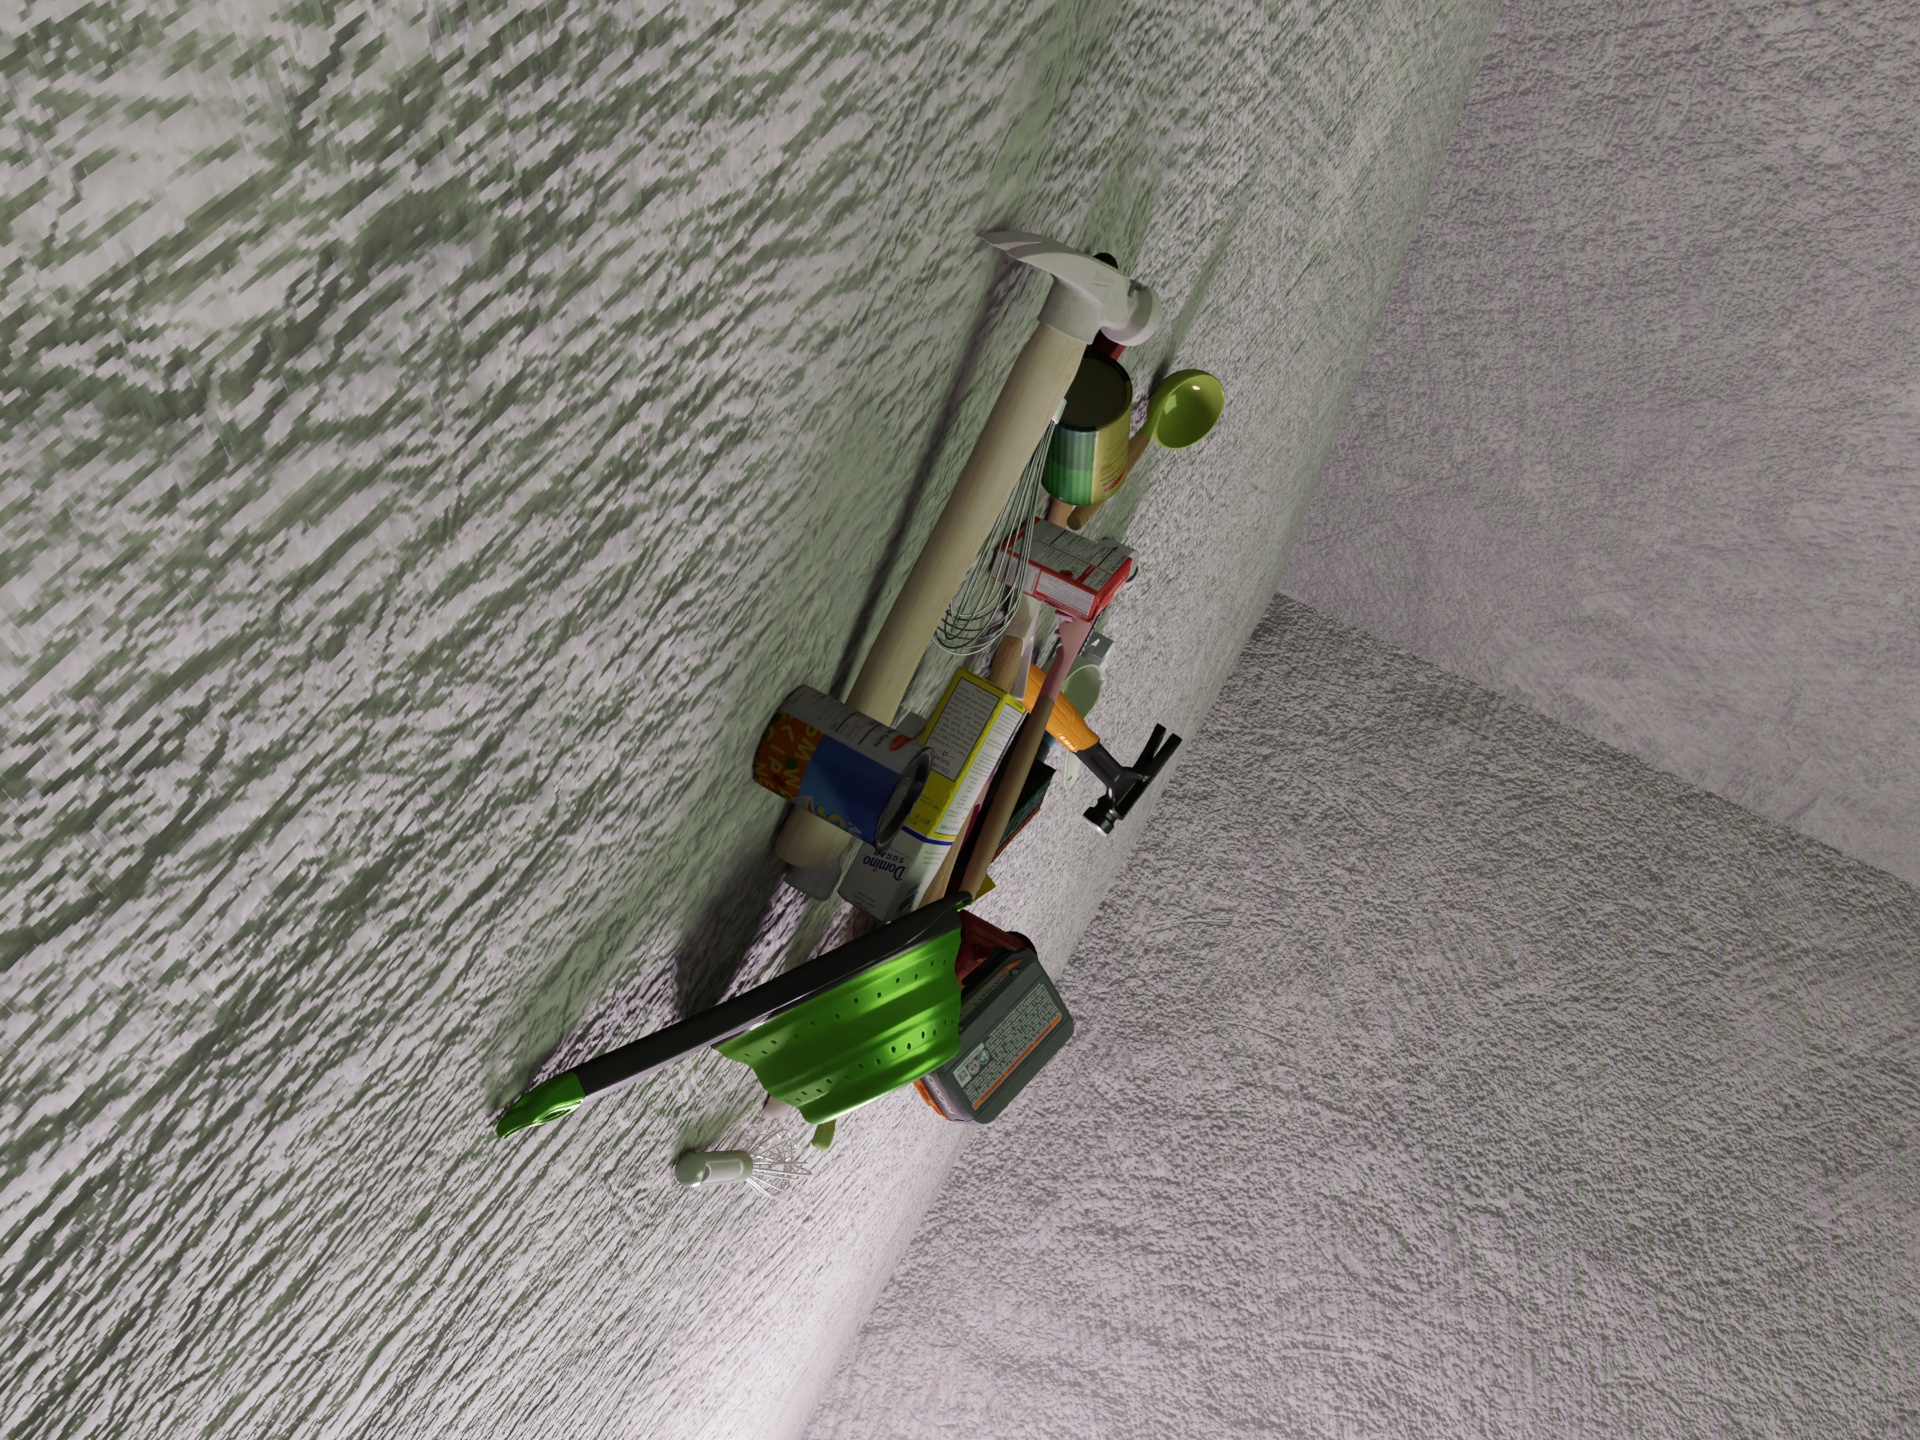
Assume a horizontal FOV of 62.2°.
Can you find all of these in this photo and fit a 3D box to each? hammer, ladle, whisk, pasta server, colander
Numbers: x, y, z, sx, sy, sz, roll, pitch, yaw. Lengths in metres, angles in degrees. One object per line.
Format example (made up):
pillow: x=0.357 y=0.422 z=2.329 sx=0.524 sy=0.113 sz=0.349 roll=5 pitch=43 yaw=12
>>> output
hammer: x=0.090 y=-0.028 z=1.580 sx=0.335 sy=0.035 sz=0.146 roll=-63 pitch=169 yaw=-2
ladle: x=0.090 y=-0.198 z=1.249 sx=0.069 sy=0.031 sz=0.315 roll=-51 pitch=165 yaw=-43
hammer: x=0.080 y=0.039 z=1.681 sx=0.331 sy=0.033 sz=0.128 roll=-57 pitch=167 yaw=-25
whisk: x=-0.172 y=0.353 z=1.260 sx=0.246 sy=0.059 sz=0.058 roll=50 pitch=55 yaw=-72
hammer: x=-0.020 y=-0.087 z=0.948 sx=0.146 sy=0.038 sz=0.410 roll=4 pitch=119 yaw=-53
hammer: x=-0.046 y=0.087 z=1.254 sx=0.144 sy=0.035 sz=0.405 roll=-62 pitch=168 yaw=-6
hammer: x=0.112 y=0.006 z=1.484 sx=0.127 sy=0.034 sz=0.336 roll=-52 pitch=148 yaw=-2
pasta server: x=0.052 y=0.004 z=1.280 sx=0.060 sy=0.040 sz=0.316 roll=89 pitch=22 yaw=-66
whisk: x=0.045 y=-0.176 z=1.042 sx=0.070 sy=0.070 sz=0.284 roll=39 pitch=73 yaw=-78
colander: x=-0.107 y=0.204 z=0.946 sx=0.204 sy=0.094 sz=0.397 roll=-31 pitch=172 yaw=30
ladle: x=0.157 y=-0.224 z=1.350 sx=0.320 sy=0.062 sz=0.078 roll=-53 pitch=164 yaw=-53
hammer: x=0.008 y=0.035 z=1.229 sx=0.130 sy=0.031 sz=0.331 roll=93 pitch=14 yaw=-61

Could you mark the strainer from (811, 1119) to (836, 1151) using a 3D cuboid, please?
strainer: x=-0.062 y=0.275 z=1.350 sx=0.151 sy=0.069 sz=0.256 roll=-57 pitch=-174 yaw=35

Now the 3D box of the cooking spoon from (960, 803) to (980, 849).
cooking spoon: x=-0.067 y=0.197 z=1.327 sx=0.318 sy=0.017 sz=0.069 roll=-58 pitch=167 yaw=20

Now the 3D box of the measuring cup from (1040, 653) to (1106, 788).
measuring cup: x=0.097 y=0.002 z=1.532 sx=0.083 sy=0.038 sz=0.167 roll=-35 pitch=145 yaw=-27

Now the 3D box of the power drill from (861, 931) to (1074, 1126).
power drill: x=-0.023 y=0.209 z=1.187 sx=0.164 sy=0.226 sz=0.084 roll=-41 pitch=114 yaw=-28

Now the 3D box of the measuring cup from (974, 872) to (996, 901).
measuring cup: x=-0.025 y=0.173 z=1.463 sx=0.062 sy=0.029 sz=0.156 roll=-29 pitch=176 yaw=-43

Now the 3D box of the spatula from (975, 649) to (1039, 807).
spatula: x=0.014 y=0.076 z=1.519 sx=0.316 sy=0.018 sz=0.060 roll=-68 pitch=169 yaw=15

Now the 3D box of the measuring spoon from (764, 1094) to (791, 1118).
measuring spoon: x=-0.132 y=0.282 z=1.341 sx=0.124 sy=0.018 sz=0.034 roll=-65 pitch=168 yaw=4
